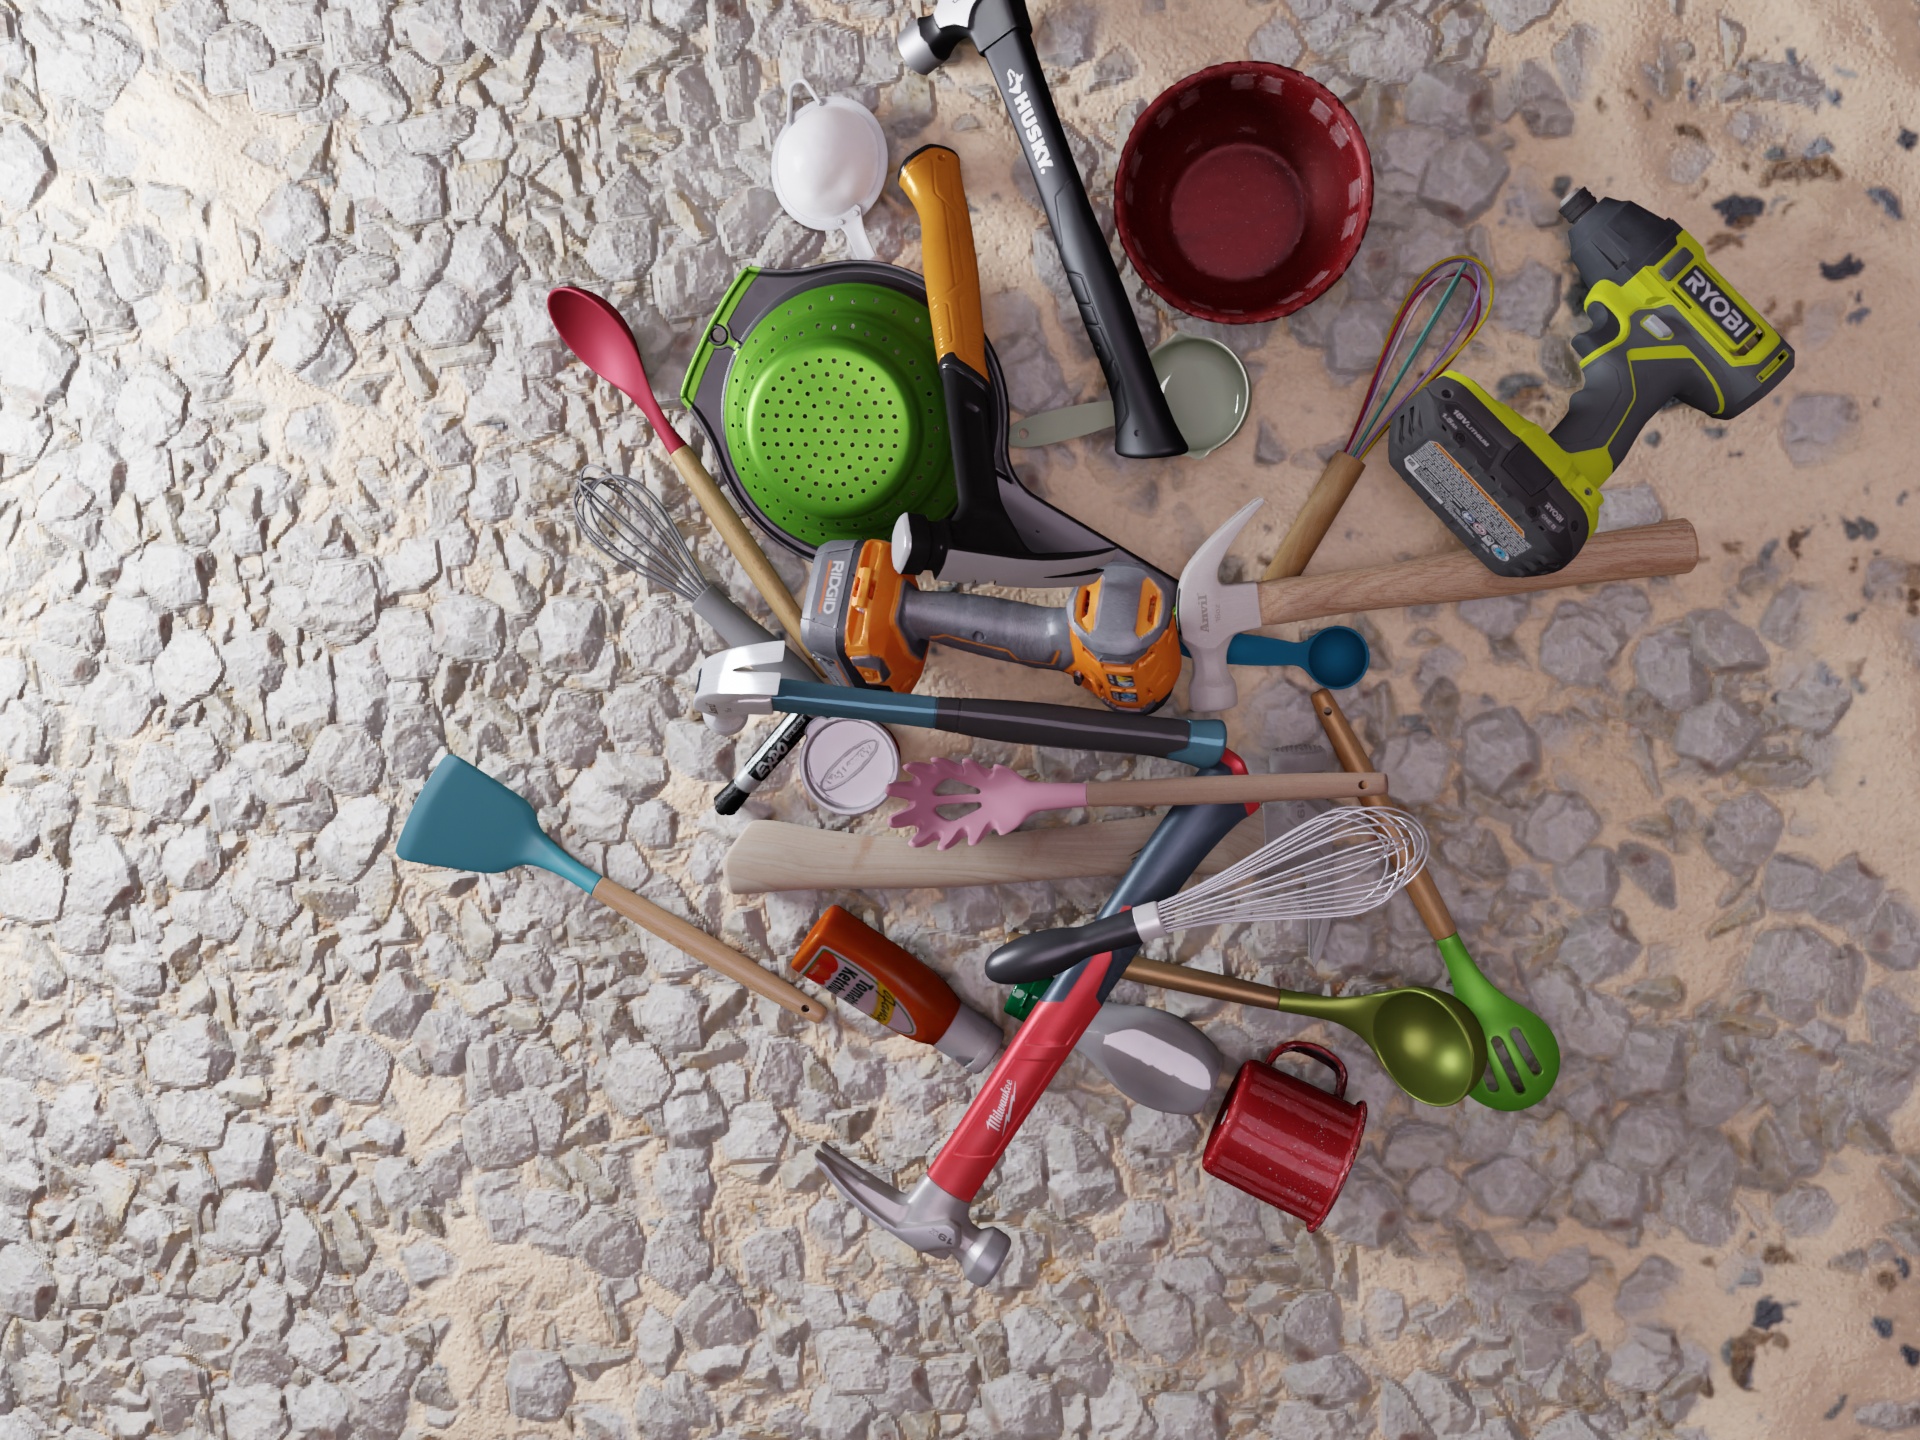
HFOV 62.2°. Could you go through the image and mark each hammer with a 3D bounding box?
[{"bbox_3d":[0.302,-0.092,1.015,0.331,0.031,0.130,-8,99,0],"label":"hammer"},{"bbox_3d":[-0.002,-0.003,0.991,0.331,0.128,0.033,6,75,-1],"label":"hammer"},{"bbox_3d":[0.073,-0.319,0.994,0.146,0.035,0.335,-22,86,37],"label":"hammer"},{"bbox_3d":[0.060,0.175,1.036,0.143,0.038,0.386,33,96,3],"label":"hammer"},{"bbox_3d":[0.008,-0.226,0.971,0.127,0.034,0.337,3,59,-18],"label":"hammer"},{"bbox_3d":[0.043,0.101,1.078,0.410,0.038,0.146,-4,95,7],"label":"hammer"}]

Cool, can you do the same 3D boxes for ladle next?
[{"bbox_3d":[-0.177,-0.162,1.080,0.031,0.069,0.315,-37,95,-31],"label":"ladle"},{"bbox_3d":[0.183,0.185,1.051,0.320,0.062,0.078,11,115,11],"label":"ladle"}]

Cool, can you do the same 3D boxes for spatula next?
[{"bbox_3d":[-0.234,0.132,1.107,0.317,0.044,0.082,29,94,2],"label":"spatula"}]

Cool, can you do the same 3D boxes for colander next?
[{"bbox_3d":[-0.004,-0.148,1.021,0.397,0.094,0.204,31,107,-1],"label":"colander"}]

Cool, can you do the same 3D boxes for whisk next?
[{"bbox_3d":[0.267,-0.188,1.026,0.047,0.051,0.245,29,100,-2],"label":"whisk"},{"bbox_3d":[-0.173,-0.086,1.083,0.239,0.055,0.055,43,98,-3],"label":"whisk"},{"bbox_3d":[0.148,0.115,0.978,0.284,0.070,0.070,-19,92,13],"label":"whisk"}]

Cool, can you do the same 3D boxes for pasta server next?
[{"bbox_3d":[0.105,0.047,0.998,0.316,0.040,0.060,-3,92,21],"label":"pasta server"}]

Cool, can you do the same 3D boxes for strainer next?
[{"bbox_3d":[-0.062,-0.309,1.055,0.087,0.050,0.258,-24,95,23],"label":"strainer"}]

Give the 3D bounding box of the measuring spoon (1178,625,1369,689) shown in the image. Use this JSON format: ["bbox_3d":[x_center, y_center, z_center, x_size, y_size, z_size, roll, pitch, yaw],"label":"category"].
[{"bbox_3d":[0.204,-0.046,1.050,0.128,0.021,0.042,5,95,2],"label":"measuring spoon"}]

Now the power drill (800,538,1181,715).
[{"bbox_3d":[0.028,-0.049,1.018,0.226,0.164,0.084,6,72,14],"label":"power drill"}]

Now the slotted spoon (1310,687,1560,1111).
[{"bbox_3d":[0.308,0.120,1.054,0.070,0.031,0.314,-27,90,13],"label":"slotted spoon"}]

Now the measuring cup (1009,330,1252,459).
[{"bbox_3d":[0.111,-0.204,1.050,0.167,0.038,0.083,-9,96,23],"label":"measuring cup"}]

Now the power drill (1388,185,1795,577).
[{"bbox_3d":[0.377,-0.210,0.973,0.223,0.080,0.171,-42,88,-11],"label":"power drill"}]
